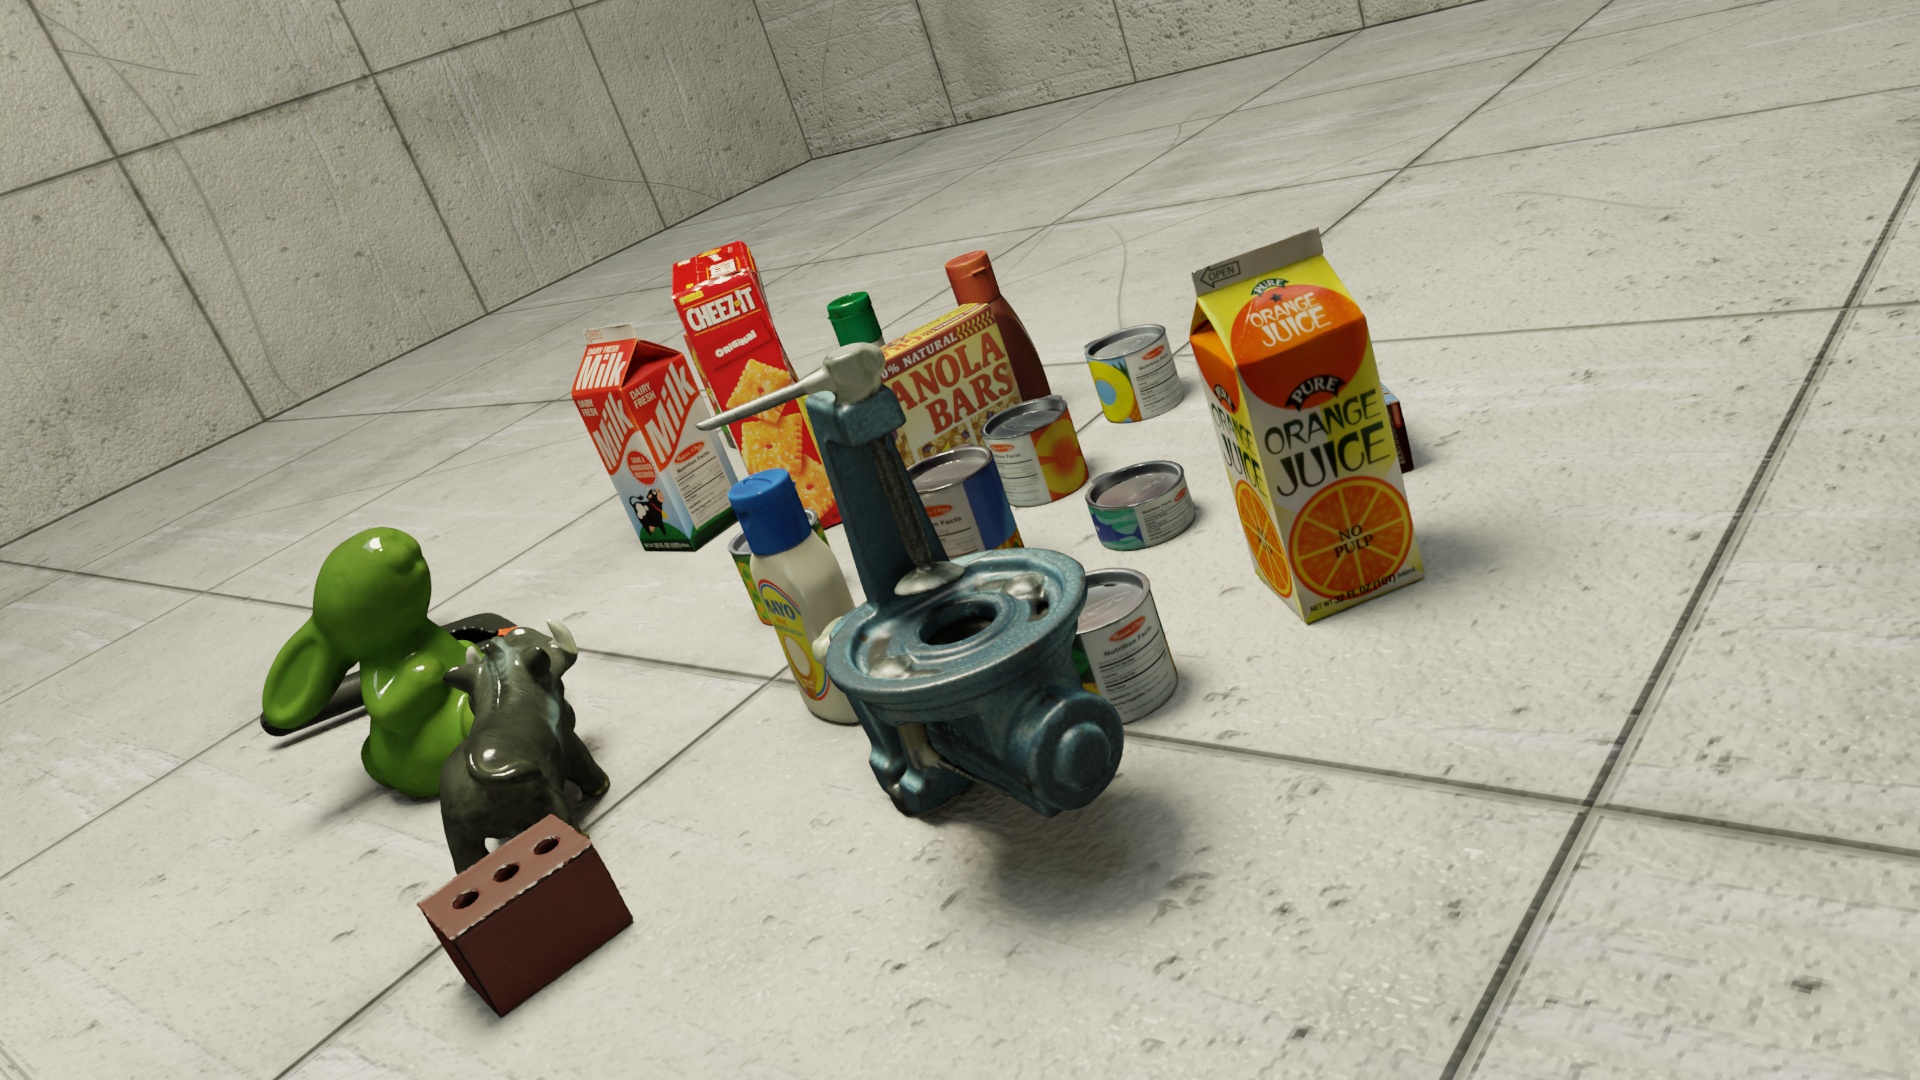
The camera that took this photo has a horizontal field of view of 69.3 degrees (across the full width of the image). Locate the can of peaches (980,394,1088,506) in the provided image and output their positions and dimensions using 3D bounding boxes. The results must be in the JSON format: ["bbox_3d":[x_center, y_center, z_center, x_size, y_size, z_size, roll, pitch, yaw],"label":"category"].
[{"bbox_3d":[0.056,-0.065,1.013,0.071,0.058,0.071,-17,22,7],"label":"can of peaches"}]

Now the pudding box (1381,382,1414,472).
[{"bbox_3d":[0.257,-0.077,0.882,0.030,0.049,0.084,-18,22,6],"label":"pudding box"}]

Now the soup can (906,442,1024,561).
[{"bbox_3d":[0.003,-0.011,0.899,0.071,0.083,0.071,-17,22,7],"label":"soup can"}]

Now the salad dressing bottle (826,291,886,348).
[{"bbox_3d":[-0.069,-0.132,1.152,0.044,0.147,0.064,-14,23,15],"label":"salad dressing bottle"}]

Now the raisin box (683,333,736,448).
[{"bbox_3d":[-0.214,-0.149,1.345,0.040,0.123,0.086,-31,24,-24],"label":"raisin box"}]

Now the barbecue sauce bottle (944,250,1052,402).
[{"bbox_3d":[0.028,-0.162,1.140,0.065,0.148,0.044,-27,23,-15],"label":"barbecue sauce bottle"}]

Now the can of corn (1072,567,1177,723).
[{"bbox_3d":[0.073,0.054,0.723,0.071,0.058,0.071,-17,22,7],"label":"can of corn"}]

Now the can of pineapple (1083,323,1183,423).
[{"bbox_3d":[0.137,-0.132,1.100,0.071,0.057,0.071,-17,22,7],"label":"can of pineapple"}]

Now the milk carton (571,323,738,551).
[{"bbox_3d":[-0.256,-0.090,1.156,0.072,0.190,0.074,0,30,41],"label":"milk carton"}]

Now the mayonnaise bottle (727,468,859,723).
[{"bbox_3d":[-0.089,0.032,0.792,0.041,0.147,0.065,-34,26,-30],"label":"mayonnaise bottle"}]

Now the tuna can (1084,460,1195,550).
[{"bbox_3d":[0.115,-0.023,0.900,0.071,0.032,0.071,-17,22,7],"label":"tuna can"}]

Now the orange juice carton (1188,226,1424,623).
[{"bbox_3d":[0.177,-0.063,0.728,0.072,0.192,0.073,-21,22,-2],"label":"orange juice carton"}]

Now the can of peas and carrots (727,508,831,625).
[{"bbox_3d":[-0.119,0.018,0.966,0.071,0.058,0.071,-17,22,7],"label":"can of peas and carrots"}]

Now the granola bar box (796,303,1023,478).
[{"bbox_3d":[-0.030,-0.092,1.058,0.166,0.123,0.039,-32,25,-27],"label":"granola bar box"}]
